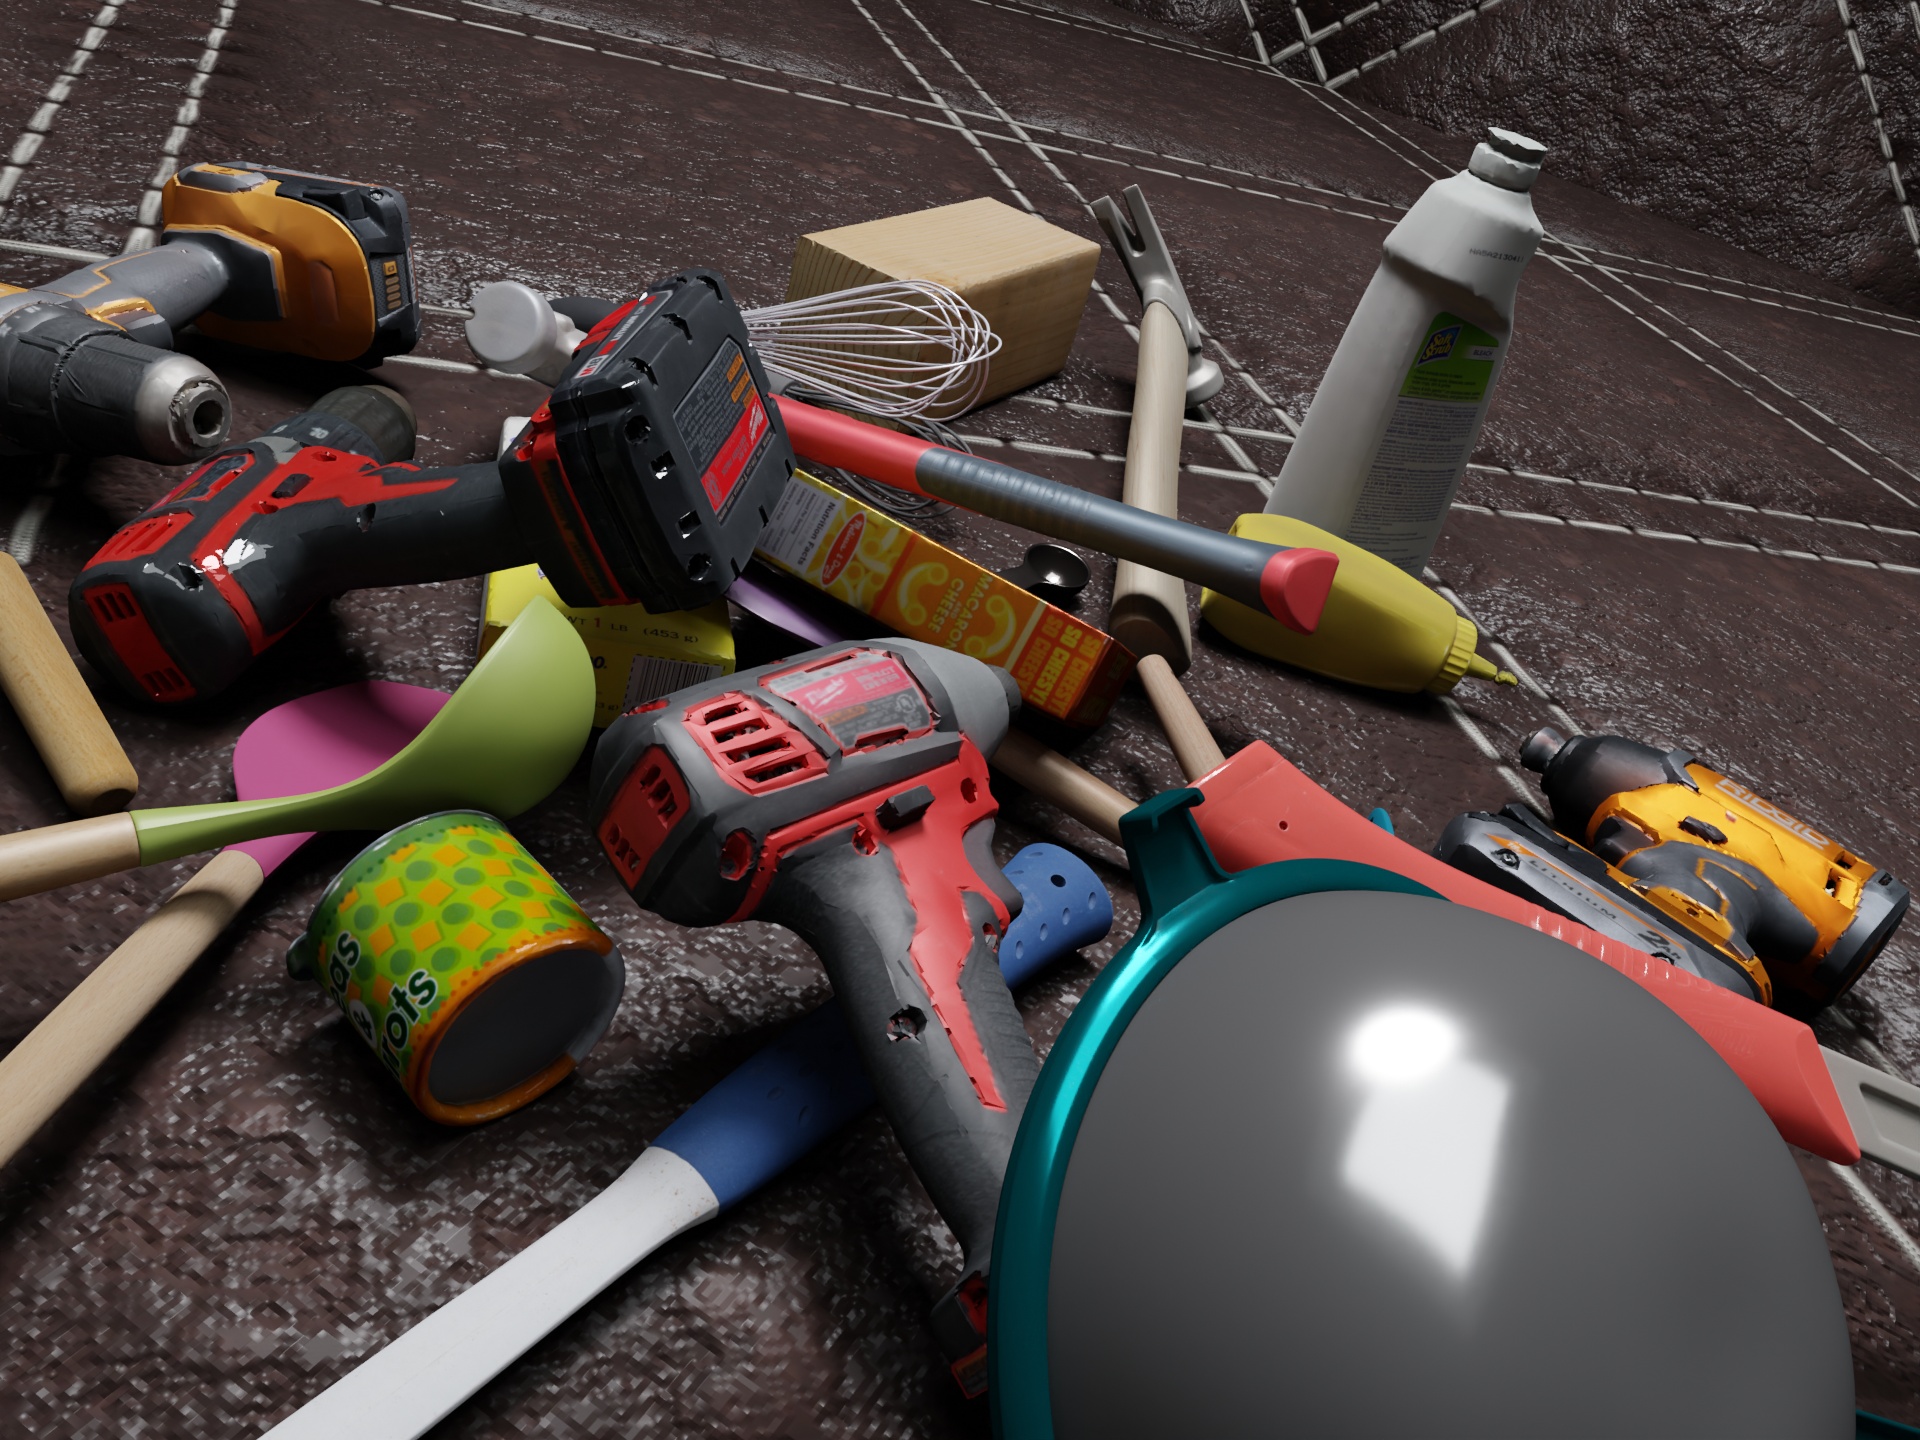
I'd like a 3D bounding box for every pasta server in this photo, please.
[{"bbox_3d":[0.126,0.078,0.552,0.040,0.060,0.317,-29,45,8],"label":"pasta server"}]

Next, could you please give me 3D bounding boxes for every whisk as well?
[{"bbox_3d":[-0.336,-0.061,0.527,0.047,0.051,0.245,-22,64,-40],"label":"whisk"},{"bbox_3d":[-0.109,-0.193,0.801,0.285,0.070,0.070,11,27,27],"label":"whisk"},{"bbox_3d":[-0.093,-0.166,0.838,0.239,0.055,0.055,29,33,25],"label":"whisk"}]

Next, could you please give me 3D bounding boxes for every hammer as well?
[{"bbox_3d":[0.102,-0.160,0.866,0.038,0.146,0.411,-18,31,21],"label":"hammer"},{"bbox_3d":[0.222,0.106,0.476,0.359,0.036,0.149,23,76,-1],"label":"hammer"},{"bbox_3d":[-0.084,0.121,0.412,0.144,0.035,0.405,33,35,22],"label":"hammer"},{"bbox_3d":[-0.021,-0.115,0.722,0.386,0.038,0.143,19,4,9],"label":"hammer"}]

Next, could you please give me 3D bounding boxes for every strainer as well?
[{"bbox_3d":[0.168,0.151,0.357,0.340,0.095,0.211,25,64,-25],"label":"strainer"}]

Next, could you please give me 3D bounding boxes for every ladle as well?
[{"bbox_3d":[-0.241,0.025,0.401,0.320,0.078,0.062,-15,76,-35],"label":"ladle"}]

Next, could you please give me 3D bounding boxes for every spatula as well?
[{"bbox_3d":[-0.001,-0.002,0.611,0.316,0.018,0.060,33,18,5],"label":"spatula"}]

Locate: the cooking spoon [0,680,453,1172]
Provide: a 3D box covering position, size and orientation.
[{"bbox_3d":[-0.210,0.055,0.435,0.069,0.017,0.319,11,24,0],"label":"cooking spoon"}]

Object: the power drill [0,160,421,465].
[{"bbox_3d":[-0.325,-0.169,0.669,0.185,0.084,0.226,15,33,19],"label":"power drill"}]

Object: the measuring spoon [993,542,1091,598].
[{"bbox_3d":[0.013,-0.057,0.754,0.124,0.018,0.034,-23,57,-38],"label":"measuring spoon"}]

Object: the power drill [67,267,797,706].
[{"bbox_3d":[-0.179,-0.089,0.570,0.227,0.080,0.188,-11,32,16],"label":"power drill"}]

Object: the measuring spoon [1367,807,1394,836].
[{"bbox_3d":[0.157,0.057,0.623,0.021,0.042,0.129,22,19,5],"label":"measuring spoon"}]

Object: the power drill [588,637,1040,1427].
[{"bbox_3d":[0.011,0.071,0.431,0.143,0.078,0.220,-20,68,-45],"label":"power drill"}]

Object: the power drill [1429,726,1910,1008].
[{"bbox_3d":[0.260,0.067,0.628,0.164,0.084,0.226,38,33,31],"label":"power drill"}]
